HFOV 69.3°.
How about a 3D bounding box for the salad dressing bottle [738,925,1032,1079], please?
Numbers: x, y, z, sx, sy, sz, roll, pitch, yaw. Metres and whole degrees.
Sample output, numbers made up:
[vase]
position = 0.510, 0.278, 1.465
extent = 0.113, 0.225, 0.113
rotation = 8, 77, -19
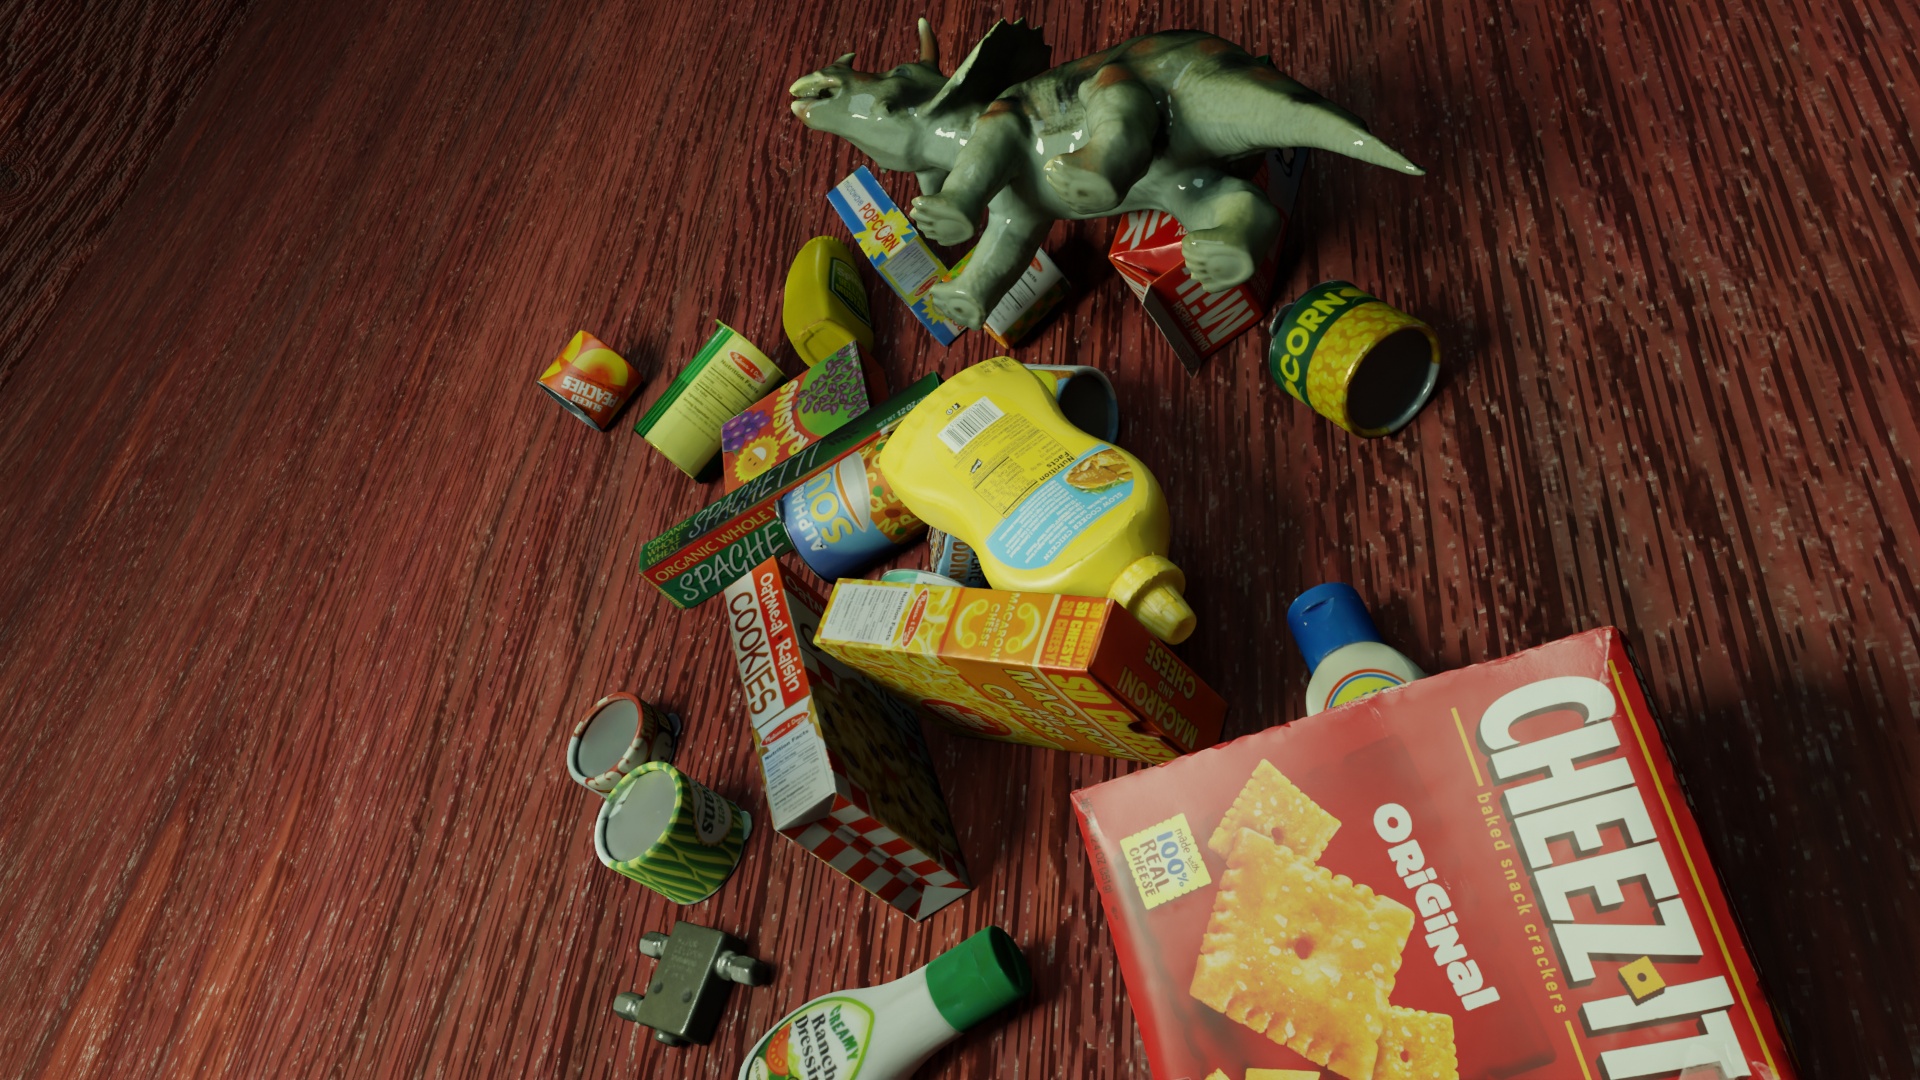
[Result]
[salad dressing bottle]
position = -0.036, 0.235, 0.661
extent = 0.147, 0.044, 0.064
rotation = -34, 44, 11

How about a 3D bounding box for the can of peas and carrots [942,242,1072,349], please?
[can of peas and carrots]
position = 0.030, -0.169, 0.918
extent = 0.058, 0.071, 0.071
rotation = -44, 42, 2

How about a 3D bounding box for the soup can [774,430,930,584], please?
[soup can]
position = -0.062, -0.022, 0.867
extent = 0.083, 0.071, 0.072
rotation = -30, 44, 16

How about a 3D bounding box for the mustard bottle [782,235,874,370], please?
[mustard bottle]
position = -0.100, -0.187, 1.037
extent = 0.048, 0.065, 0.161
rotation = -32, 39, 20

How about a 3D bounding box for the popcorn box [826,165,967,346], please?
[popcorn box]
position = -0.041, -0.204, 0.986
extent = 0.038, 0.085, 0.127
rotation = -38, 42, 7

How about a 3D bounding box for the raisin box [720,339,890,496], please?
[raisin box]
position = -0.107, -0.073, 0.968
extent = 0.123, 0.040, 0.086
rotation = -31, 44, 16

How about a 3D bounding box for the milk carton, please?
[milk carton]
position = 0.149, -0.194, 0.839
extent = 0.073, 0.072, 0.191
rotation = -3, 55, 38

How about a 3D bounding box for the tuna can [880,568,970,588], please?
[tuna can]
position = -0.020, 0.046, 0.785
extent = 0.071, 0.071, 0.033
rotation = -3, 58, 37

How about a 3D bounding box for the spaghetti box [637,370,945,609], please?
[spaghetti box]
position = -0.104, -0.030, 0.923
extent = 0.249, 0.050, 0.029
rotation = -29, 42, 17

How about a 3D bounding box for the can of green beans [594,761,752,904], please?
[can of green beans]
position = -0.169, 0.170, 0.808
extent = 0.071, 0.057, 0.071
rotation = -21, 47, 24

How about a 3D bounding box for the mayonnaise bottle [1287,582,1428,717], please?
[mayonnaise bottle]
position = 0.185, 0.083, 0.610
extent = 0.064, 0.041, 0.149
rotation = -32, 44, 17

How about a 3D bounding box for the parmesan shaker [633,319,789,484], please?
[parmesan shaker]
position = -0.187, -0.103, 1.031
extent = 0.103, 0.071, 0.071
rotation = -50, 42, -5

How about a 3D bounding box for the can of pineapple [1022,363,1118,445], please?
[can of pineapple]
position = 0.052, -0.070, 0.821
extent = 0.058, 0.071, 0.071
rotation = 8, 63, 42

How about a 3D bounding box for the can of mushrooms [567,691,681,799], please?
[can of mushrooms]
position = -0.217, 0.132, 0.896
extent = 0.071, 0.033, 0.071
rotation = -22, 46, 25

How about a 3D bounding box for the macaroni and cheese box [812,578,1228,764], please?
[macaroni and cheese box]
position = 0.029, 0.067, 0.685
extent = 0.166, 0.123, 0.040
rotation = 3, 64, 39

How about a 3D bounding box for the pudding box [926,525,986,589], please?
[pudding box]
position = 0.003, -0.010, 0.801
extent = 0.030, 0.083, 0.050
rotation = 3, 48, -12

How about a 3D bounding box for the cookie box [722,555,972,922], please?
[cookie box]
position = -0.062, 0.102, 0.730
extent = 0.040, 0.122, 0.168
rotation = -34, 43, 11

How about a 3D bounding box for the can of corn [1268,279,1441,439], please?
[can of corn]
position = 0.202, -0.094, 0.717
extent = 0.071, 0.071, 0.058
rotation = -45, 42, 0

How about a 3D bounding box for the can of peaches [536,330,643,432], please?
[can of peaches]
position = -0.306, -0.132, 1.151
extent = 0.071, 0.071, 0.058
rotation = 25, 74, 47
